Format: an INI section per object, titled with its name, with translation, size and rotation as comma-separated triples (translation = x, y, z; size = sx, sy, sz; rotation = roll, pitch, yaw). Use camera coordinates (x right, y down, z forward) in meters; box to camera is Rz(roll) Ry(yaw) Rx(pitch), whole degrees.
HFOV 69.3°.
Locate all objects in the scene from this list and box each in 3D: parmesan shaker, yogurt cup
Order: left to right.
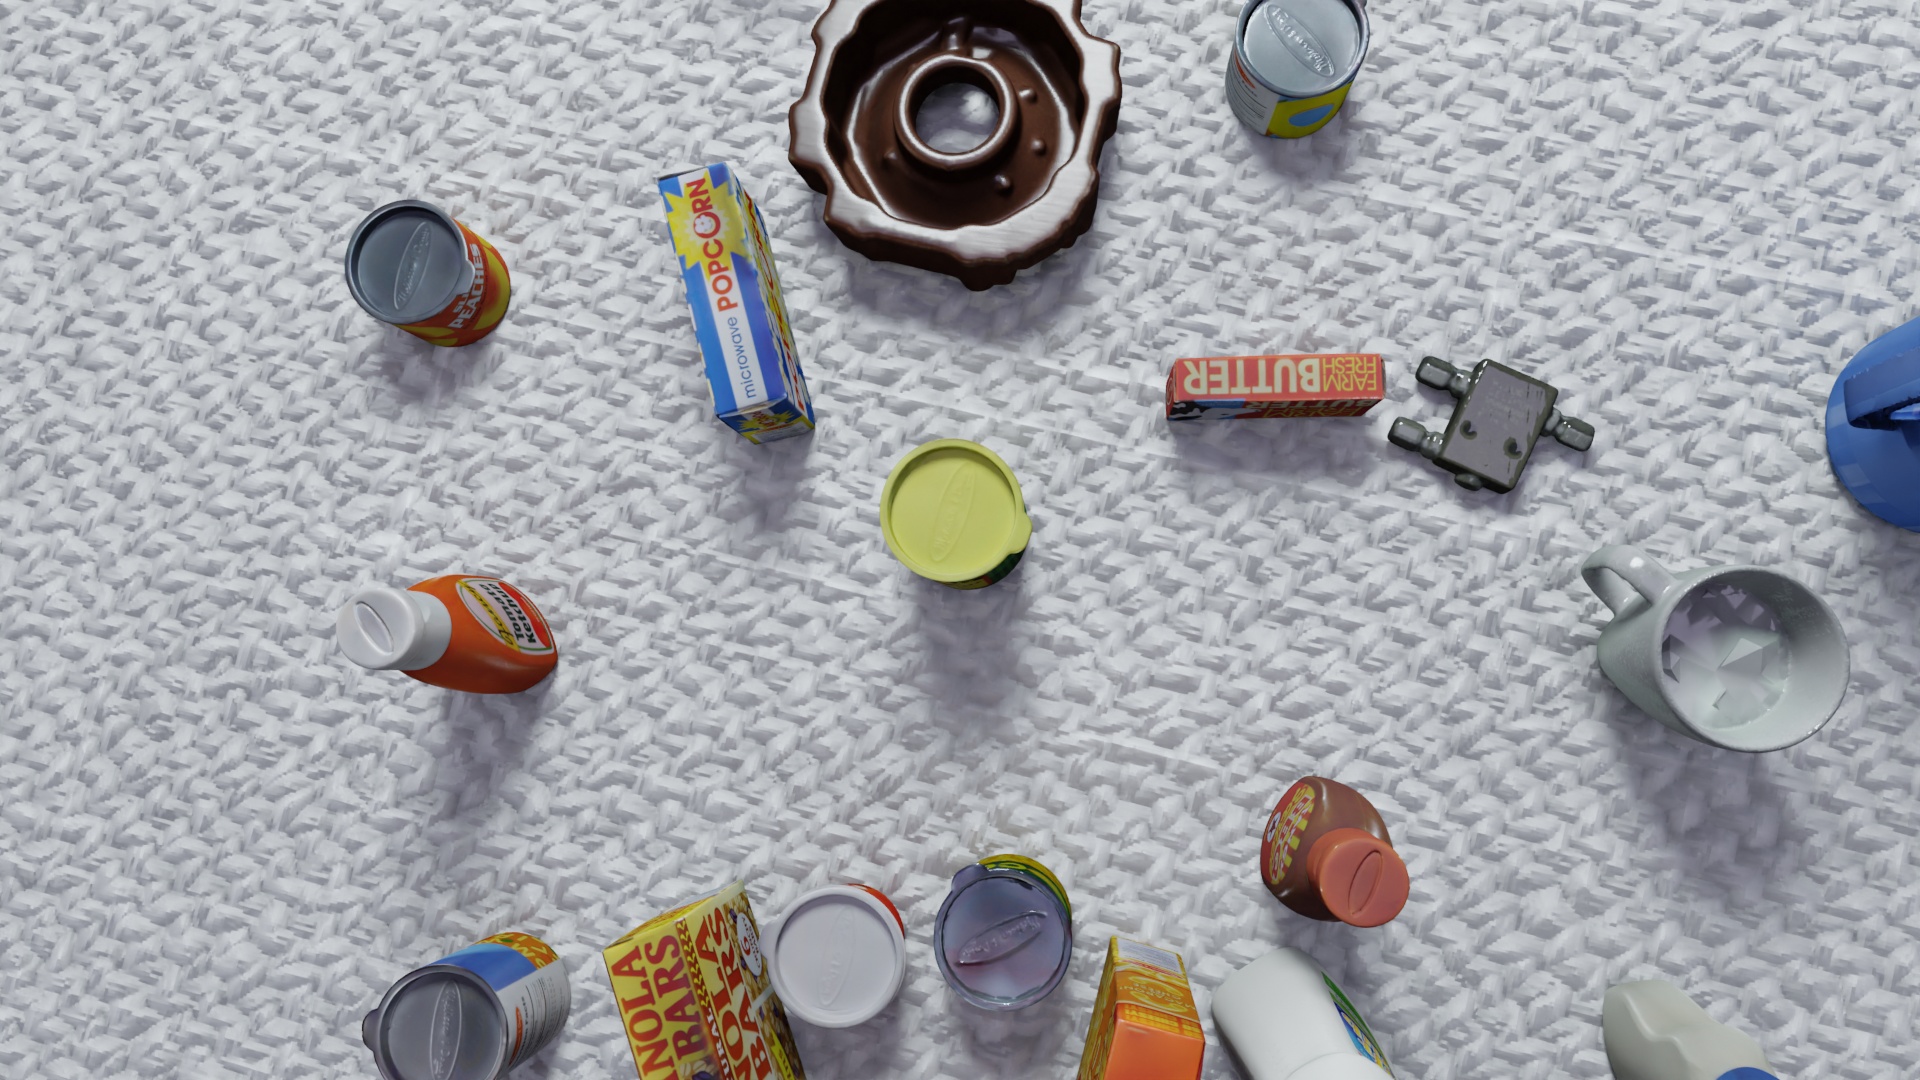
[yogurt cup]
translation = -0.058, 0.203, 0.693
size = 0.072, 0.054, 0.072
rotation = 0, 85, 5
[parmesan shaker]
translation = 0.002, -0.009, 0.684
size = 0.071, 0.103, 0.071
rotation = 0, 85, 5

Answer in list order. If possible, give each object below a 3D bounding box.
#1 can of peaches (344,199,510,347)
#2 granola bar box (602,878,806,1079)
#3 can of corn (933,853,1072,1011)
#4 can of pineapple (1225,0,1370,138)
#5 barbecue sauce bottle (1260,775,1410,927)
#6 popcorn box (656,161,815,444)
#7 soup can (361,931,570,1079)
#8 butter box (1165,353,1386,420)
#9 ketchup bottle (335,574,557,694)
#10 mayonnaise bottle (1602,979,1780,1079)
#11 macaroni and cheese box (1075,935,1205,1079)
[can of peaches]
translation = -0.281, -0.140, 0.742
size = 0.071, 0.058, 0.071
rotation = 0, 85, 5
[granola bar box]
translation = -0.110, 0.254, 0.656
size = 0.039, 0.124, 0.165
rotation = -20, 83, 3
[can of corn]
translation = 0.021, 0.189, 0.685
size = 0.071, 0.058, 0.071
rotation = 0, 85, 5
[can of pineapple]
translation = 0.174, -0.249, 0.716
size = 0.071, 0.058, 0.071
rotation = 0, 85, 5
[barbecue sauce bottle]
translation = 0.170, 0.144, 0.632
size = 0.044, 0.148, 0.065
rotation = 23, 87, 6
[popcorn box]
translation = -0.113, -0.118, 0.713
size = 0.038, 0.085, 0.127
rotation = -16, 84, 3
[soup can]
translation = -0.242, 0.235, 0.689
size = 0.071, 0.083, 0.071
rotation = 0, 85, 5
[butter box]
translation = 0.157, -0.077, 0.703
size = 0.103, 0.053, 0.024
rotation = -1, 85, 5
[ketchup bottle]
translation = -0.249, 0.045, 0.676
size = 0.043, 0.148, 0.065
rotation = -38, 83, 1
[mayonnaise bottle]
translation = 0.330, 0.239, 0.610
size = 0.041, 0.148, 0.065
rotation = -11, 84, 4
[macaroni and cheese box]
translation = 0.073, 0.257, 0.620
size = 0.040, 0.166, 0.123
rotation = 13, 86, 6
